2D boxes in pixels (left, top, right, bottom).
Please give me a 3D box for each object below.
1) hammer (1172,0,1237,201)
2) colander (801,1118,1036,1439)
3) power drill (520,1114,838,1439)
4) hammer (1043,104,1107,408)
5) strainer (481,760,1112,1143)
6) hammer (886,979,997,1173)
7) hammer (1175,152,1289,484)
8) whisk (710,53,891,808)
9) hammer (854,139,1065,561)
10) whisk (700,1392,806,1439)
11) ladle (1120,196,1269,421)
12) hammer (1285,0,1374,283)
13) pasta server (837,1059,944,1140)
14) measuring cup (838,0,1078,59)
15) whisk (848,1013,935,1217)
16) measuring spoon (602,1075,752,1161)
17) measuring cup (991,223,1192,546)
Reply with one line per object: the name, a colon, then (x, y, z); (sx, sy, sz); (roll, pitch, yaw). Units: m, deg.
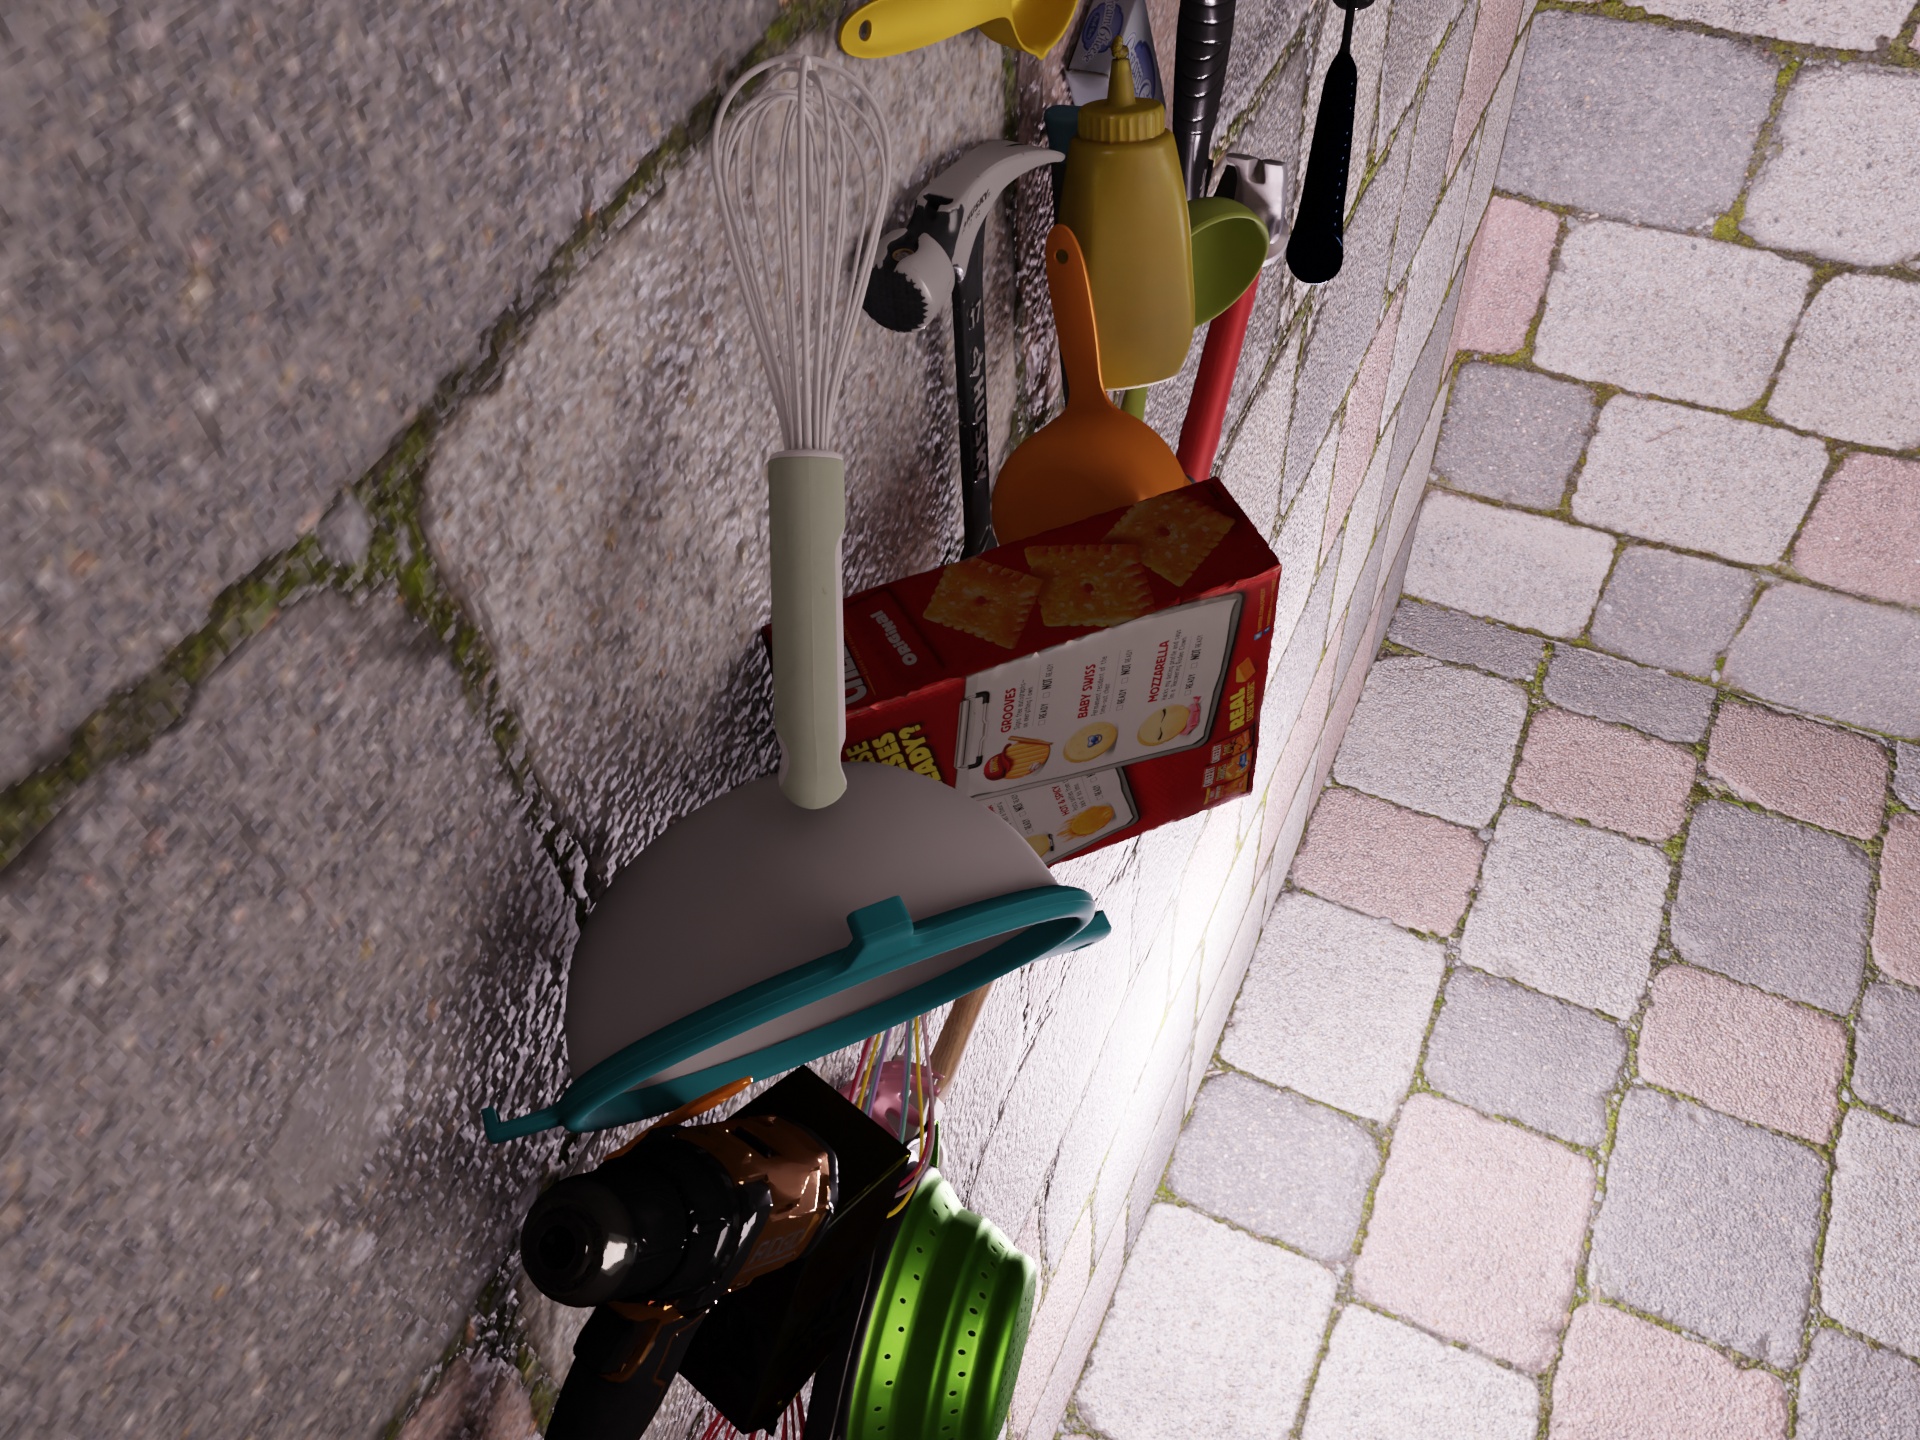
hammer: (0.128, -0.323, 0.863); (0.334, 0.035, 0.146); (74, 36, -74)
colander: (-0.036, 0.396, 0.852); (0.397, 0.094, 0.204); (-61, 159, -54)
power drill: (-0.142, 0.251, 0.585); (0.226, 0.084, 0.185); (-59, 161, -1)
hammer: (0.069, -0.177, 0.873); (0.330, 0.033, 0.128); (84, 27, -44)
strainer: (-0.031, 0.073, 0.657); (0.340, 0.211, 0.095); (0, 63, -60)
hammer: (0.024, 0.154, 1.109); (0.130, 0.031, 0.331); (67, 44, -64)
hammer: (0.133, -0.135, 0.950); (0.143, 0.038, 0.386); (-1, 105, -78)
whisk: (-0.050, -0.094, 0.521); (0.058, 0.059, 0.246); (-168, -103, -78)
hammer: (0.010, -0.099, 0.814); (0.408, 0.036, 0.149); (87, 27, -50)
whisk: (-0.101, 0.354, 0.868); (0.073, 0.073, 0.295); (-31, 138, -63)
ladle: (0.091, -0.121, 0.837); (0.078, 0.062, 0.320); (20, 86, -58)
hammer: (0.252, -0.441, 1.049); (0.143, 0.035, 0.406); (80, 20, -53)
pasta server: (-0.085, 0.222, 0.849); (0.060, 0.040, 0.316); (-61, 162, 6)
measuring cup: (-0.004, -0.284, 0.621); (0.156, 0.029, 0.062); (-37, 144, -40)
whisk: (-0.028, 0.144, 0.864); (0.051, 0.047, 0.245); (145, -45, -68)
measuring spoon: (-0.113, 0.165, 0.642); (0.021, 0.011, 0.117); (-10, 160, -43)
measuring cup: (0.050, -0.137, 0.737); (0.052, 0.095, 0.173); (-44, 130, -50)
